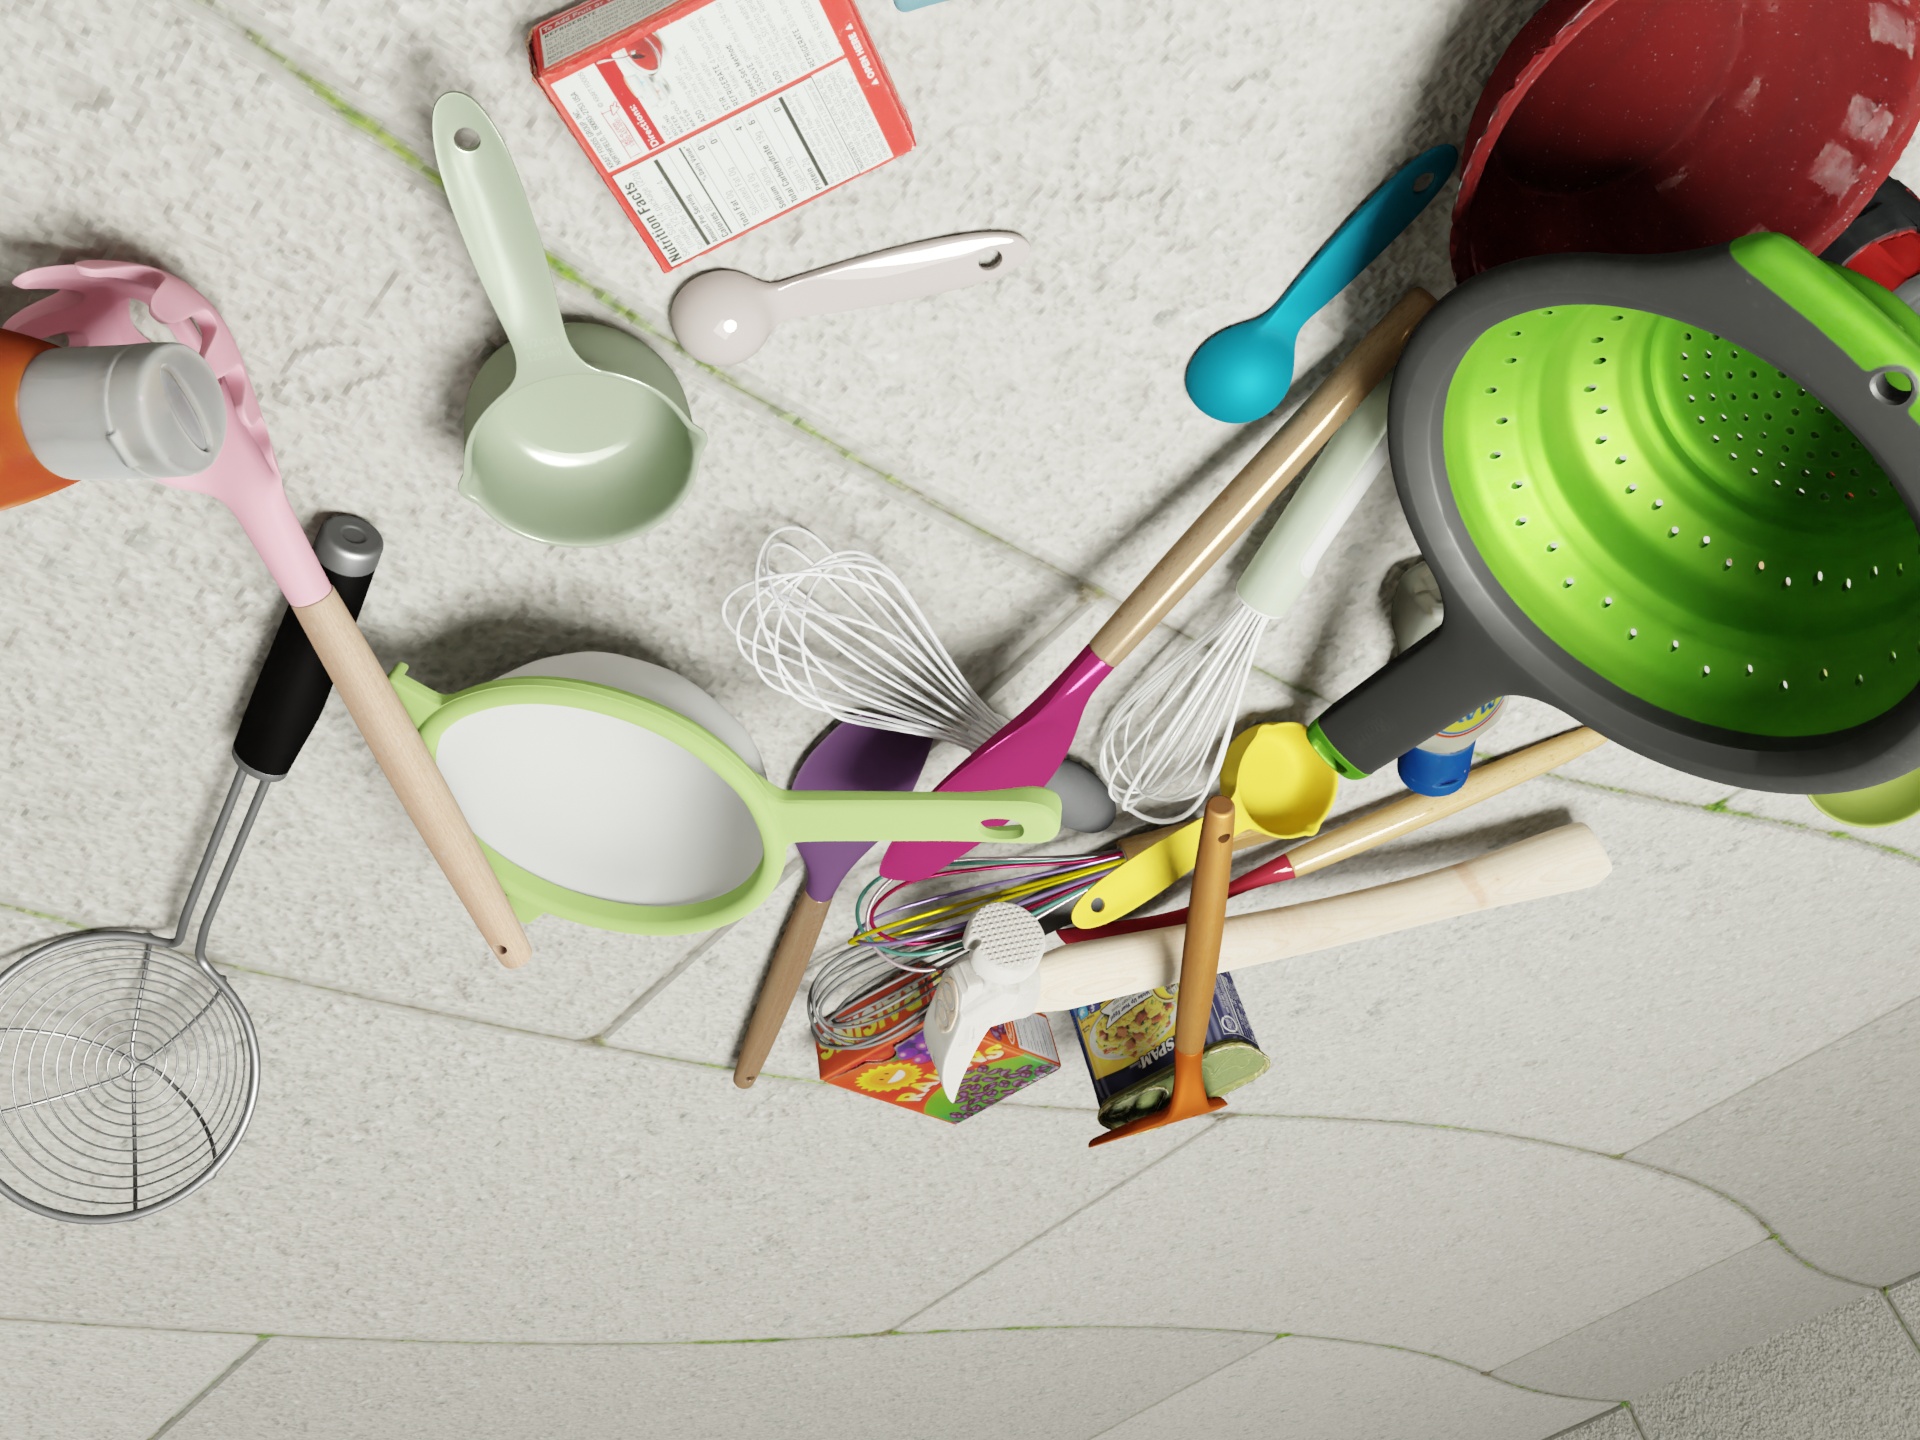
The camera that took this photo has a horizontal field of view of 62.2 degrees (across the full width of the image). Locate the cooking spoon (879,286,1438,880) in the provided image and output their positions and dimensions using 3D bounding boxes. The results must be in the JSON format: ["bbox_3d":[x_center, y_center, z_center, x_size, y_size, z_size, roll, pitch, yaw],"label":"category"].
[{"bbox_3d":[0.074,-0.045,0.640,0.319,0.017,0.068,-48,150,18],"label":"cooking spoon"}]

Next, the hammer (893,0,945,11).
[{"bbox_3d":[0.144,-0.228,0.433,0.331,0.128,0.033,-6,142,0],"label":"hammer"}]

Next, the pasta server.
[{"bbox_3d":[-0.216,-0.017,0.549,0.060,0.040,0.315,-3,130,15],"label":"pasta server"}]

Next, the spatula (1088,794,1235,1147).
[{"bbox_3d":[0.111,0.140,0.792,0.081,0.041,0.322,-14,138,-10],"label":"spatula"}]

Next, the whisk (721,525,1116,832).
[{"bbox_3d":[-0.001,-0.003,0.689,0.070,0.070,0.284,-32,145,18],"label":"whisk"}]

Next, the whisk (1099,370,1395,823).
[{"bbox_3d":[0.126,-0.046,0.687,0.058,0.059,0.246,-23,150,-46],"label":"whisk"}]

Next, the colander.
[{"bbox_3d":[0.235,-0.059,0.594,0.094,0.204,0.397,-41,174,-18],"label":"colander"}]

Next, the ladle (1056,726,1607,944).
[{"bbox_3d":[0.203,0.068,0.866,0.315,0.031,0.069,-23,172,3],"label":"ladle"}]

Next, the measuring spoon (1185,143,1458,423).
[{"bbox_3d":[0.133,-0.152,0.575,0.042,0.021,0.128,17,132,-36],"label":"measuring spoon"}]

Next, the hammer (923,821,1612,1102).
[{"bbox_3d":[0.178,0.117,0.860,0.410,0.038,0.146,-9,144,-22],"label":"hammer"}]

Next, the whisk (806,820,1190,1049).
[{"bbox_3d":[0.024,0.110,0.846,0.239,0.055,0.055,-26,141,5],"label":"whisk"}]

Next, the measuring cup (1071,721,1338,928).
[{"bbox_3d":[0.114,0.053,0.772,0.156,0.029,0.062,-31,103,-13],"label":"measuring cup"}]

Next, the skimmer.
[{"bbox_3d":[-0.309,0.070,0.631,0.127,0.090,0.363,33,124,-7],"label":"skimmer"}]

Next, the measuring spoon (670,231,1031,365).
[{"bbox_3d":[-0.035,-0.141,0.530,0.124,0.018,0.034,-14,142,-4],"label":"measuring spoon"}]

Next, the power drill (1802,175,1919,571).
[{"bbox_3d":[0.383,-0.116,0.619,0.078,0.143,0.219,-39,140,21],"label":"power drill"}]

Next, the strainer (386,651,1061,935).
[{"bbox_3d":[-0.086,0.017,0.627,0.256,0.069,0.151,0,137,11],"label":"strainer"}]

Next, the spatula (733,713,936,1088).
[{"bbox_3d":[-0.081,0.103,0.814,0.059,0.018,0.315,2,137,-21],"label":"spatula"}]

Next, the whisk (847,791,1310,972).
[{"bbox_3d":[0.061,0.076,0.802,0.245,0.051,0.047,-15,139,-8],"label":"whisk"}]

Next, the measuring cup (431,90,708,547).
[{"bbox_3d":[-0.132,-0.126,0.499,0.083,0.038,0.167,-14,140,-4],"label":"measuring cup"}]

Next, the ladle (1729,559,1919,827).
[{"bbox_3d":[0.437,-0.031,0.815,0.078,0.062,0.319,-35,136,22],"label":"ladle"}]
